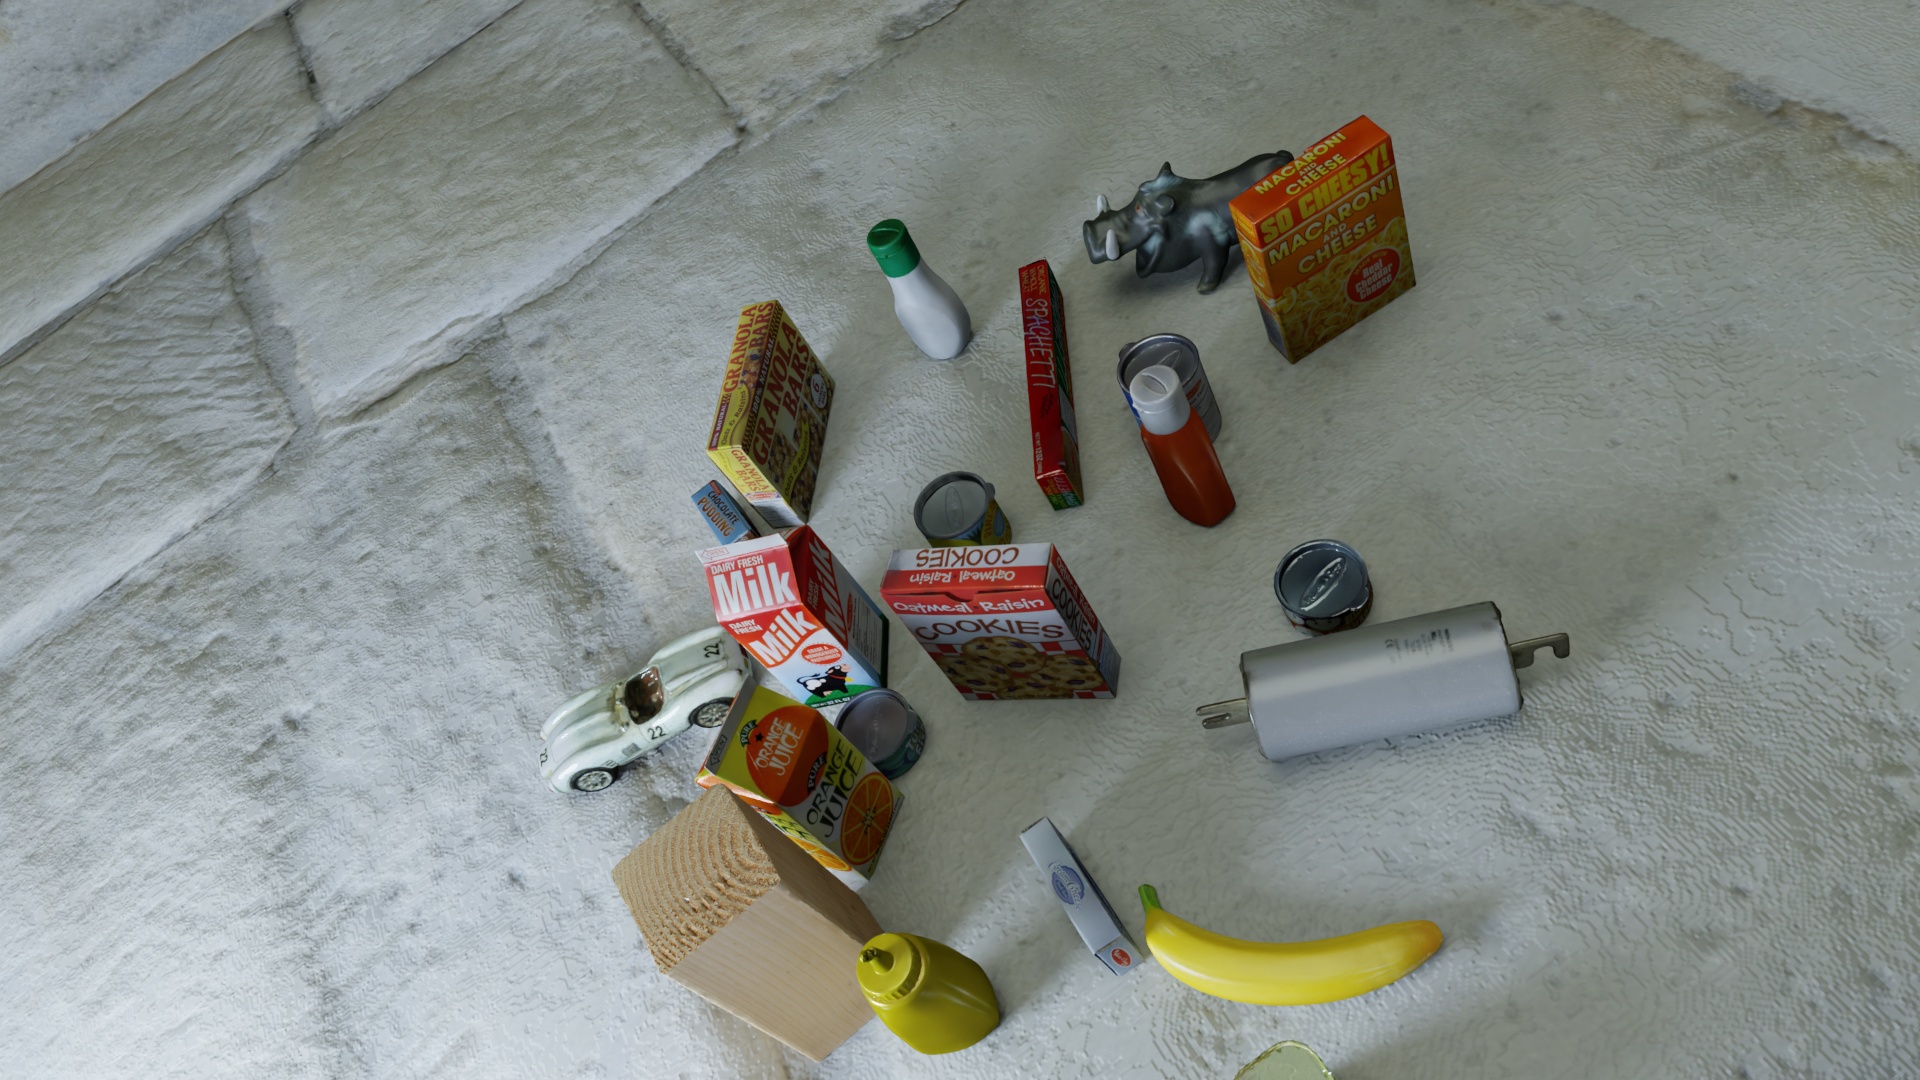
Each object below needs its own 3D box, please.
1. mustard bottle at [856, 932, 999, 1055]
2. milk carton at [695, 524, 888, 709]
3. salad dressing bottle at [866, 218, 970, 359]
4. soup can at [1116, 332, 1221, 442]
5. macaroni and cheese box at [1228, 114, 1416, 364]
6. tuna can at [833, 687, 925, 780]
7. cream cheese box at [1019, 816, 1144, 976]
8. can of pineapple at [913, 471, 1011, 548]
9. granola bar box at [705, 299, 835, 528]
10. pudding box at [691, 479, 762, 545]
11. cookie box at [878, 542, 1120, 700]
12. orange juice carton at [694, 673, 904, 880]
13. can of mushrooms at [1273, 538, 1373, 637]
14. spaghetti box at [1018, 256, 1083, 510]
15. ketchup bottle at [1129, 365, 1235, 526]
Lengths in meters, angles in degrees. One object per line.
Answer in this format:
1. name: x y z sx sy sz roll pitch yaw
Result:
1. mustard bottle: -0.027 0.282 0.880 0.065 0.159 0.049 -29 50 4
2. milk carton: -0.126 0.052 1.068 0.072 0.190 0.074 -13 53 17
3. salad dressing bottle: -0.038 -0.225 1.250 0.064 0.147 0.044 9 62 30
4. soup can: 0.167 -0.117 1.119 0.071 0.083 0.072 -12 53 17
5. macaroni and cheese box: 0.286 -0.233 1.091 0.124 0.166 0.040 -33 50 1
6. tuna can: -0.060 0.150 1.072 0.071 0.032 0.071 -12 53 17
7. cream cheese box: 0.081 0.238 0.930 0.024 0.053 0.104 -35 50 -1
8. can of pineapple: 0.004 -0.014 1.141 0.071 0.057 0.071 -12 53 17
9. granola bar box: -0.168 -0.112 1.247 0.039 0.123 0.166 -7 55 21
10. pudding box: -0.203 -0.012 1.241 0.030 0.049 0.084 -38 50 -3
11. cookie box: 0.032 0.063 1.002 0.123 0.167 0.040 -3 56 23
12. orange juice carton: -0.119 0.167 0.982 0.073 0.192 0.072 8 62 30
13. can of mushrooms: 0.264 0.036 1.000 0.071 0.033 0.071 -12 53 17
14. spaghetti box: 0.077 -0.140 1.200 0.028 0.050 0.251 -14 53 16
15. ketchup bottle: 0.164 -0.072 1.047 0.043 0.148 0.065 -40 50 -5
